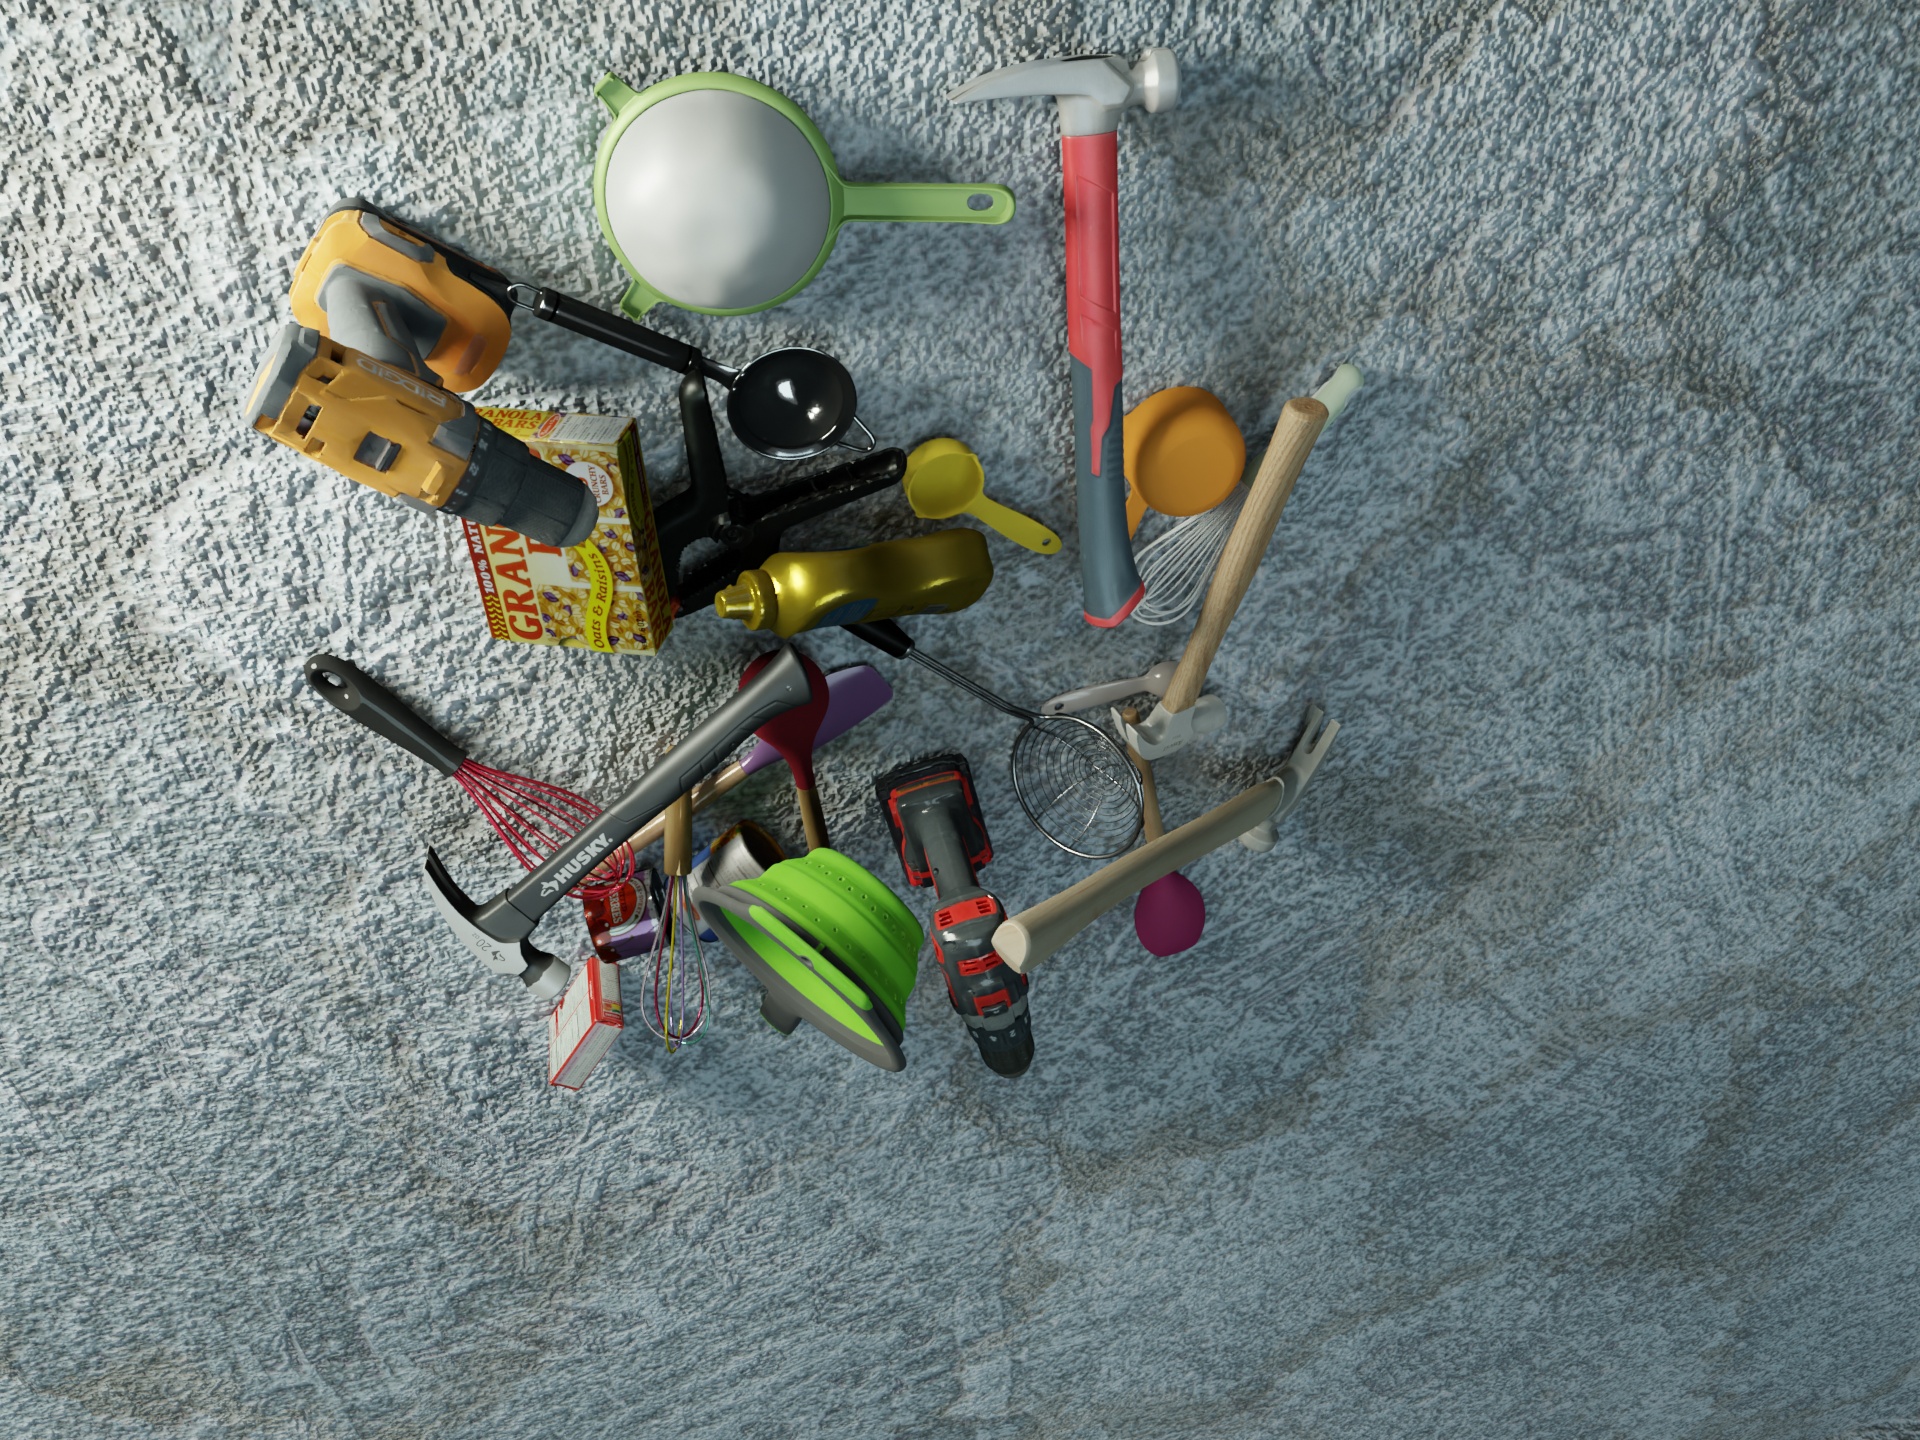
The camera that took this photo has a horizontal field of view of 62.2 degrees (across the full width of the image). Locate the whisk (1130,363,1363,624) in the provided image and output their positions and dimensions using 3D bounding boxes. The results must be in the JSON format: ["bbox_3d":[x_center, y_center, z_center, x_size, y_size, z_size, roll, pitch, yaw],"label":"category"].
[{"bbox_3d":[0.210,-0.168,1.191,0.246,0.059,0.058,-48,169,17],"label":"whisk"}]

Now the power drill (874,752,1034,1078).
[{"bbox_3d":[0.005,0.157,1.266,0.080,0.227,0.187,-18,130,-2],"label":"power drill"}]

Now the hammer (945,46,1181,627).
[{"bbox_3d":[0.076,-0.237,1.065,0.143,0.038,0.386,-9,121,-8],"label":"hammer"}]

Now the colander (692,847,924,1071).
[{"bbox_3d":[-0.110,0.187,1.269,0.094,0.204,0.397,-49,176,-20],"label":"colander"}]

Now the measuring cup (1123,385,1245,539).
[{"bbox_3d":[0.144,-0.158,1.170,0.095,0.052,0.173,15,120,-26],"label":"measuring cup"}]

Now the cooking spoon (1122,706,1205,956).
[{"bbox_3d":[0.174,0.108,1.413,0.069,0.017,0.318,-19,131,-2],"label":"cooking spoon"}]

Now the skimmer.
[{"bbox_3d":[-0.002,-0.004,1.227,0.363,0.090,0.127,30,146,-31],"label":"skimmer"}]

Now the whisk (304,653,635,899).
[{"bbox_3d":[-0.360,0.043,1.184,0.073,0.073,0.295,-39,121,16],"label":"whisk"}]

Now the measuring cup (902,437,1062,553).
[{"bbox_3d":[0.019,-0.159,1.159,0.156,0.029,0.062,23,120,-44],"label":"measuring cup"}]

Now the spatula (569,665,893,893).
[{"bbox_3d":[-0.193,0.050,1.260,0.316,0.018,0.059,-34,132,10],"label":"spatula"}]

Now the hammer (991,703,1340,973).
[{"bbox_3d":[0.168,0.097,1.249,0.410,0.038,0.146,-21,143,-47],"label":"hammer"}]

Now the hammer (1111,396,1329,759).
[{"bbox_3d":[0.197,-0.095,1.191,0.130,0.031,0.331,-23,145,-36],"label":"hammer"}]

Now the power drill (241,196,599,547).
[{"bbox_3d":[-0.296,-0.191,0.901,0.185,0.226,0.084,24,118,-31],"label":"power drill"}]

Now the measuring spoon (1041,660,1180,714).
[{"bbox_3d":[0.127,-0.020,1.298,0.124,0.018,0.034,-14,130,-4],"label":"measuring spoon"}]

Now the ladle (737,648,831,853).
[{"bbox_3d":[-0.122,0.067,1.277,0.069,0.031,0.315,-16,136,-9],"label":"ladle"}]

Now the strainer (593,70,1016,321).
[{"bbox_3d":[-0.093,-0.301,0.952,0.256,0.069,0.151,0,129,-3],"label":"strainer"}]

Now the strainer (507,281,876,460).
[{"bbox_3d":[-0.165,-0.229,1.013,0.258,0.050,0.087,16,127,-36],"label":"strainer"}]

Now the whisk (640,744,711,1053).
[{"bbox_3d":[-0.220,0.141,1.242,0.047,0.051,0.245,-9,102,-57],"label":"whisk"}]

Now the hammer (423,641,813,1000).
[{"bbox_3d":[-0.241,0.060,1.166,0.335,0.035,0.146,-40,116,8],"label":"hammer"}]
